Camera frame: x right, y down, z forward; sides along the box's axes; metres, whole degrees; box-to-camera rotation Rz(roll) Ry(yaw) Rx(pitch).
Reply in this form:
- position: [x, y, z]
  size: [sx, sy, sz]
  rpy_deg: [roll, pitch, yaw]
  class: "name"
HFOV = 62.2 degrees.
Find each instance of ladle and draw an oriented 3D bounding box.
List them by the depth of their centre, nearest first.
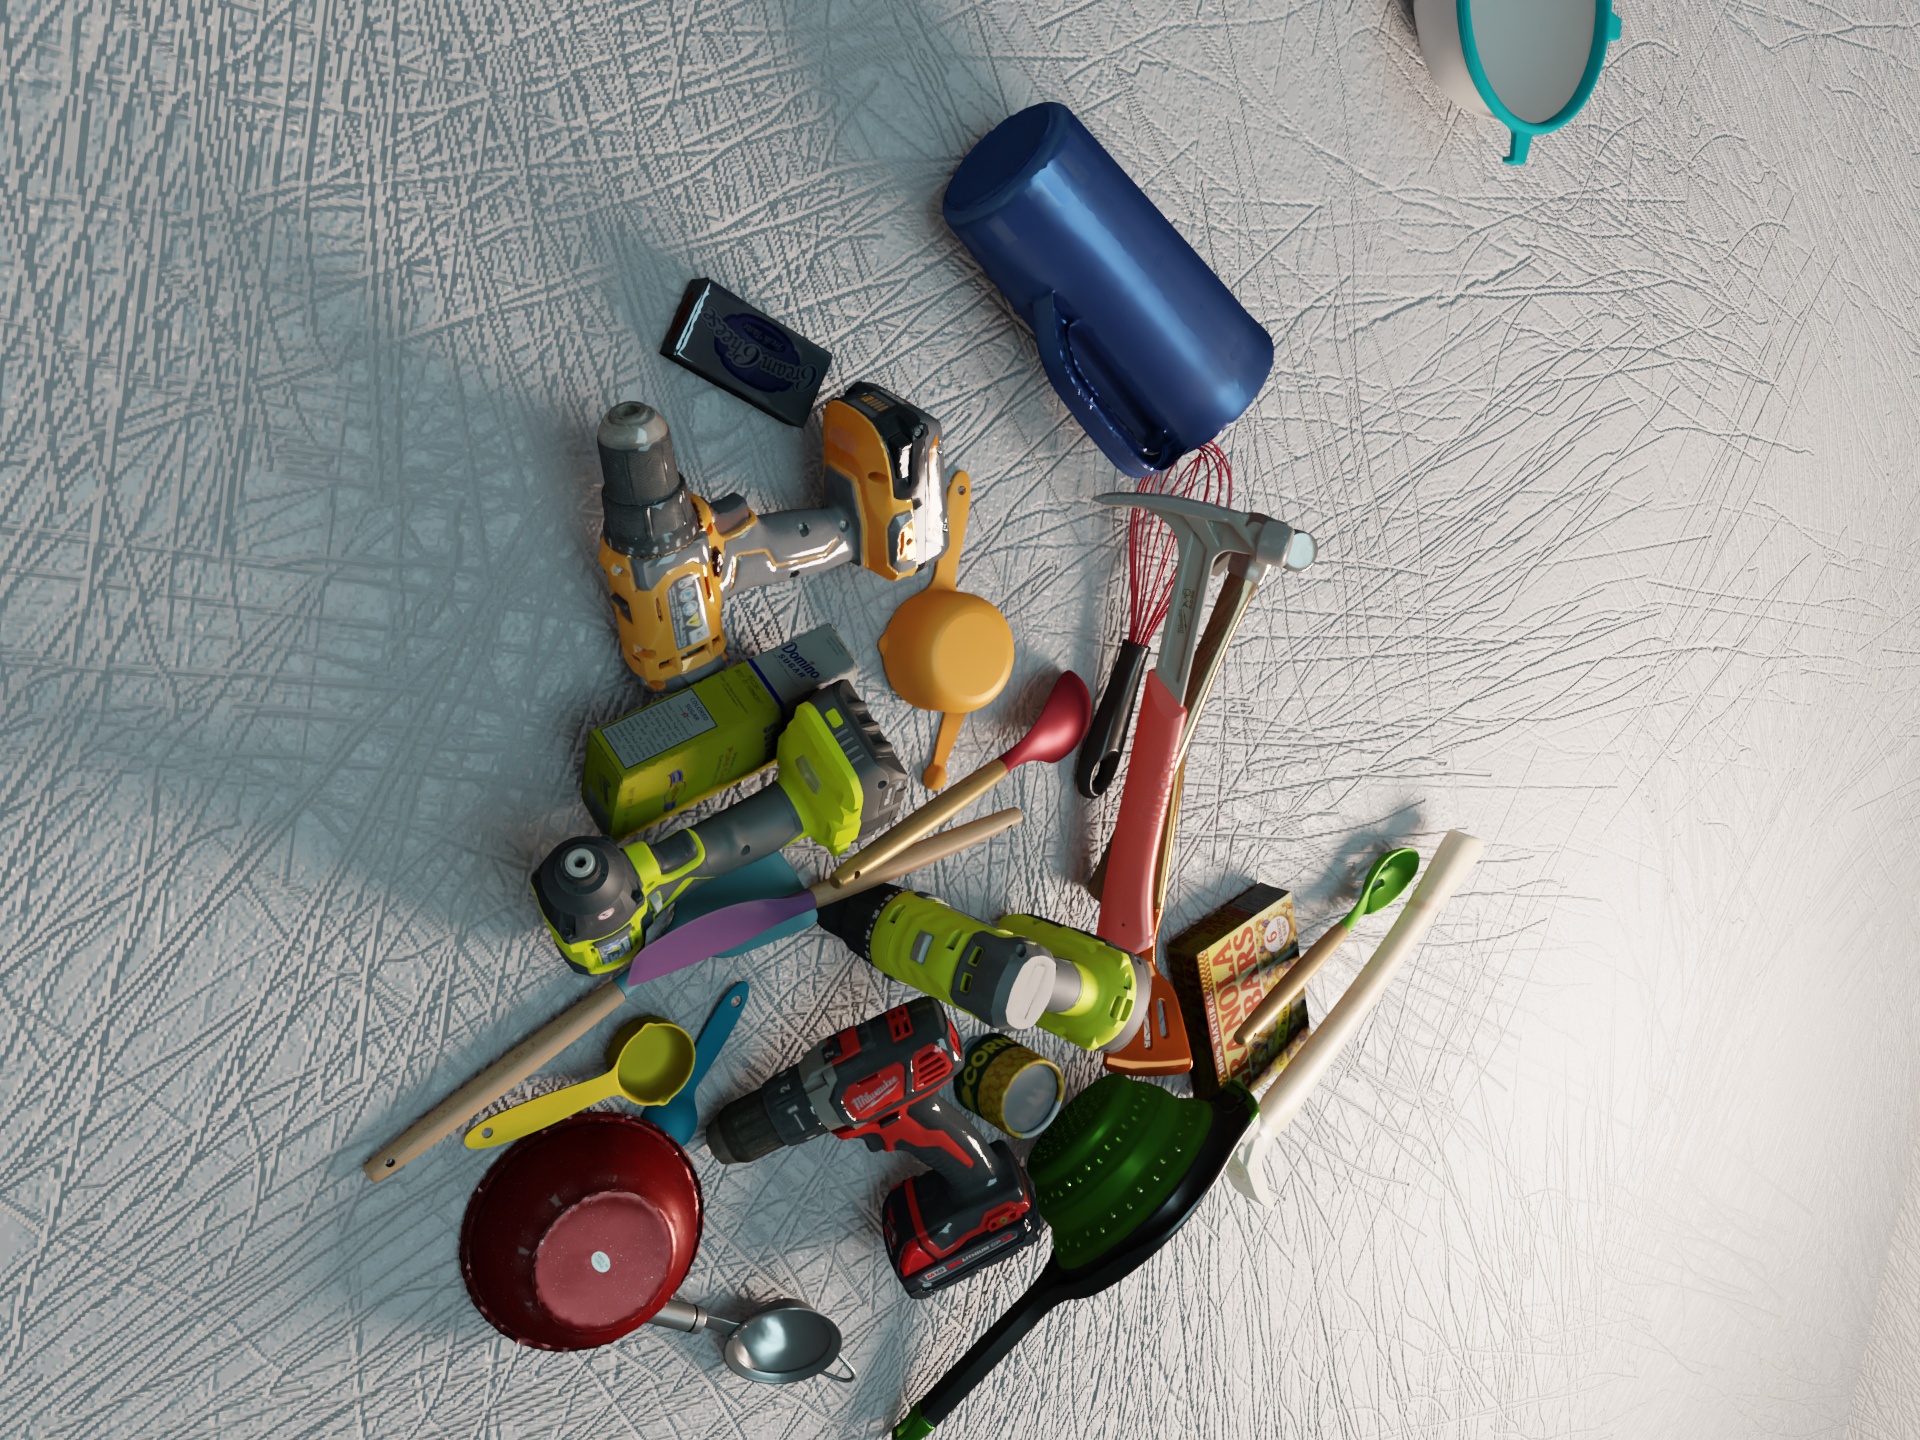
- position: [0.011, 0.043, 1.120]
  size: [0.315, 0.031, 0.069]
  rpy_deg: [-33, 130, -46]
  class: "ladle"

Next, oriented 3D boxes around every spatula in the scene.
- position: [-0.238, 0.187, 1.016]
  size: [0.317, 0.044, 0.082]
  rpy_deg: [-37, 101, -23]
  class: "spatula"
- position: [-0.078, 0.108, 1.055]
  size: [0.316, 0.018, 0.059]
  rpy_deg: [-19, 150, -37]
  class: "spatula"
- position: [0.168, 0.132, 1.313]
  size: [0.081, 0.041, 0.322]
  rpy_deg: [5, 97, -17]
  class: "spatula"

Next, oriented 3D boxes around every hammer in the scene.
- position: [0.140, 0.011, 1.204]
  size: [0.037, 0.149, 0.359]
  rpy_deg: [-32, 134, -69]
  class: "hammer"
- position: [0.175, -0.007, 1.253]
  size: [0.031, 0.130, 0.331]
  rpy_deg: [18, 101, -22]
  class: "hammer"
- position: [0.366, 0.257, 1.452]
  size: [0.411, 0.038, 0.146]
  rpy_deg: [-46, 137, -25]
  class: "hammer"

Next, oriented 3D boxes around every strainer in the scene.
- position: [-0.180, 0.420, 1.119]
  size: [0.258, 0.050, 0.087]
  rpy_deg: [28, 114, -33]
  class: "strainer"
- position: [0.405, -0.630, 1.278]
  size: [0.211, 0.095, 0.340]
  rpy_deg: [-51, 124, -19]
  class: "strainer"

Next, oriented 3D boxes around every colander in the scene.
- position: [0.063, 0.408, 1.266]
  size: [0.094, 0.204, 0.397]
  rpy_deg: [45, 88, -1]
  class: "colander"

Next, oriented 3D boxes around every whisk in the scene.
- position: [0.142, -0.078, 1.237]
  size: [0.073, 0.073, 0.296]
  rpy_deg: [9, 102, -38]
  class: "whisk"

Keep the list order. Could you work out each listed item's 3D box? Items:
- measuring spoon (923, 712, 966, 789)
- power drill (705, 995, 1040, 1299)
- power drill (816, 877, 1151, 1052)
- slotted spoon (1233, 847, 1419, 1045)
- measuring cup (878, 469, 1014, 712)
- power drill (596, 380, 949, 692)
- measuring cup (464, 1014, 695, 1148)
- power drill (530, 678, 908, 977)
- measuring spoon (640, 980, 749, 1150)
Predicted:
- position: [-0.002, -0.004, 1.170]
  size: [0.021, 0.011, 0.117]
  rpy_deg: [19, 89, -39]
  class: "measuring spoon"
- position: [-0.058, 0.314, 1.144]
  size: [0.188, 0.080, 0.226]
  rpy_deg: [-27, 122, 1]
  class: "power drill"
- position: [0.018, 0.170, 1.137]
  size: [0.228, 0.191, 0.080]
  rpy_deg: [25, 85, -53]
  class: "power drill"
- position: [0.328, 0.199, 1.419]
  size: [0.314, 0.031, 0.070]
  rpy_deg: [-34, 138, -41]
  class: "slotted spoon"
- position: [0.001, -0.090, 1.123]
  size: [0.095, 0.052, 0.173]
  rpy_deg: [5, 95, -34]
  class: "measuring cup"
- position: [-0.119, -0.137, 0.983]
  size: [0.226, 0.084, 0.185]
  rpy_deg: [-28, 135, -27]
  class: "power drill"
- position: [-0.249, 0.238, 1.034]
  size: [0.156, 0.029, 0.062]
  rpy_deg: [-19, 112, -28]
  class: "measuring cup"
- position: [-0.148, 0.069, 0.961]
  size: [0.223, 0.171, 0.080]
  rpy_deg: [-29, 76, -18]
  class: "power drill"
- position: [-0.175, 0.239, 1.089]
  size: [0.042, 0.021, 0.128]
  rpy_deg: [34, 82, -38]
  class: "measuring spoon"
